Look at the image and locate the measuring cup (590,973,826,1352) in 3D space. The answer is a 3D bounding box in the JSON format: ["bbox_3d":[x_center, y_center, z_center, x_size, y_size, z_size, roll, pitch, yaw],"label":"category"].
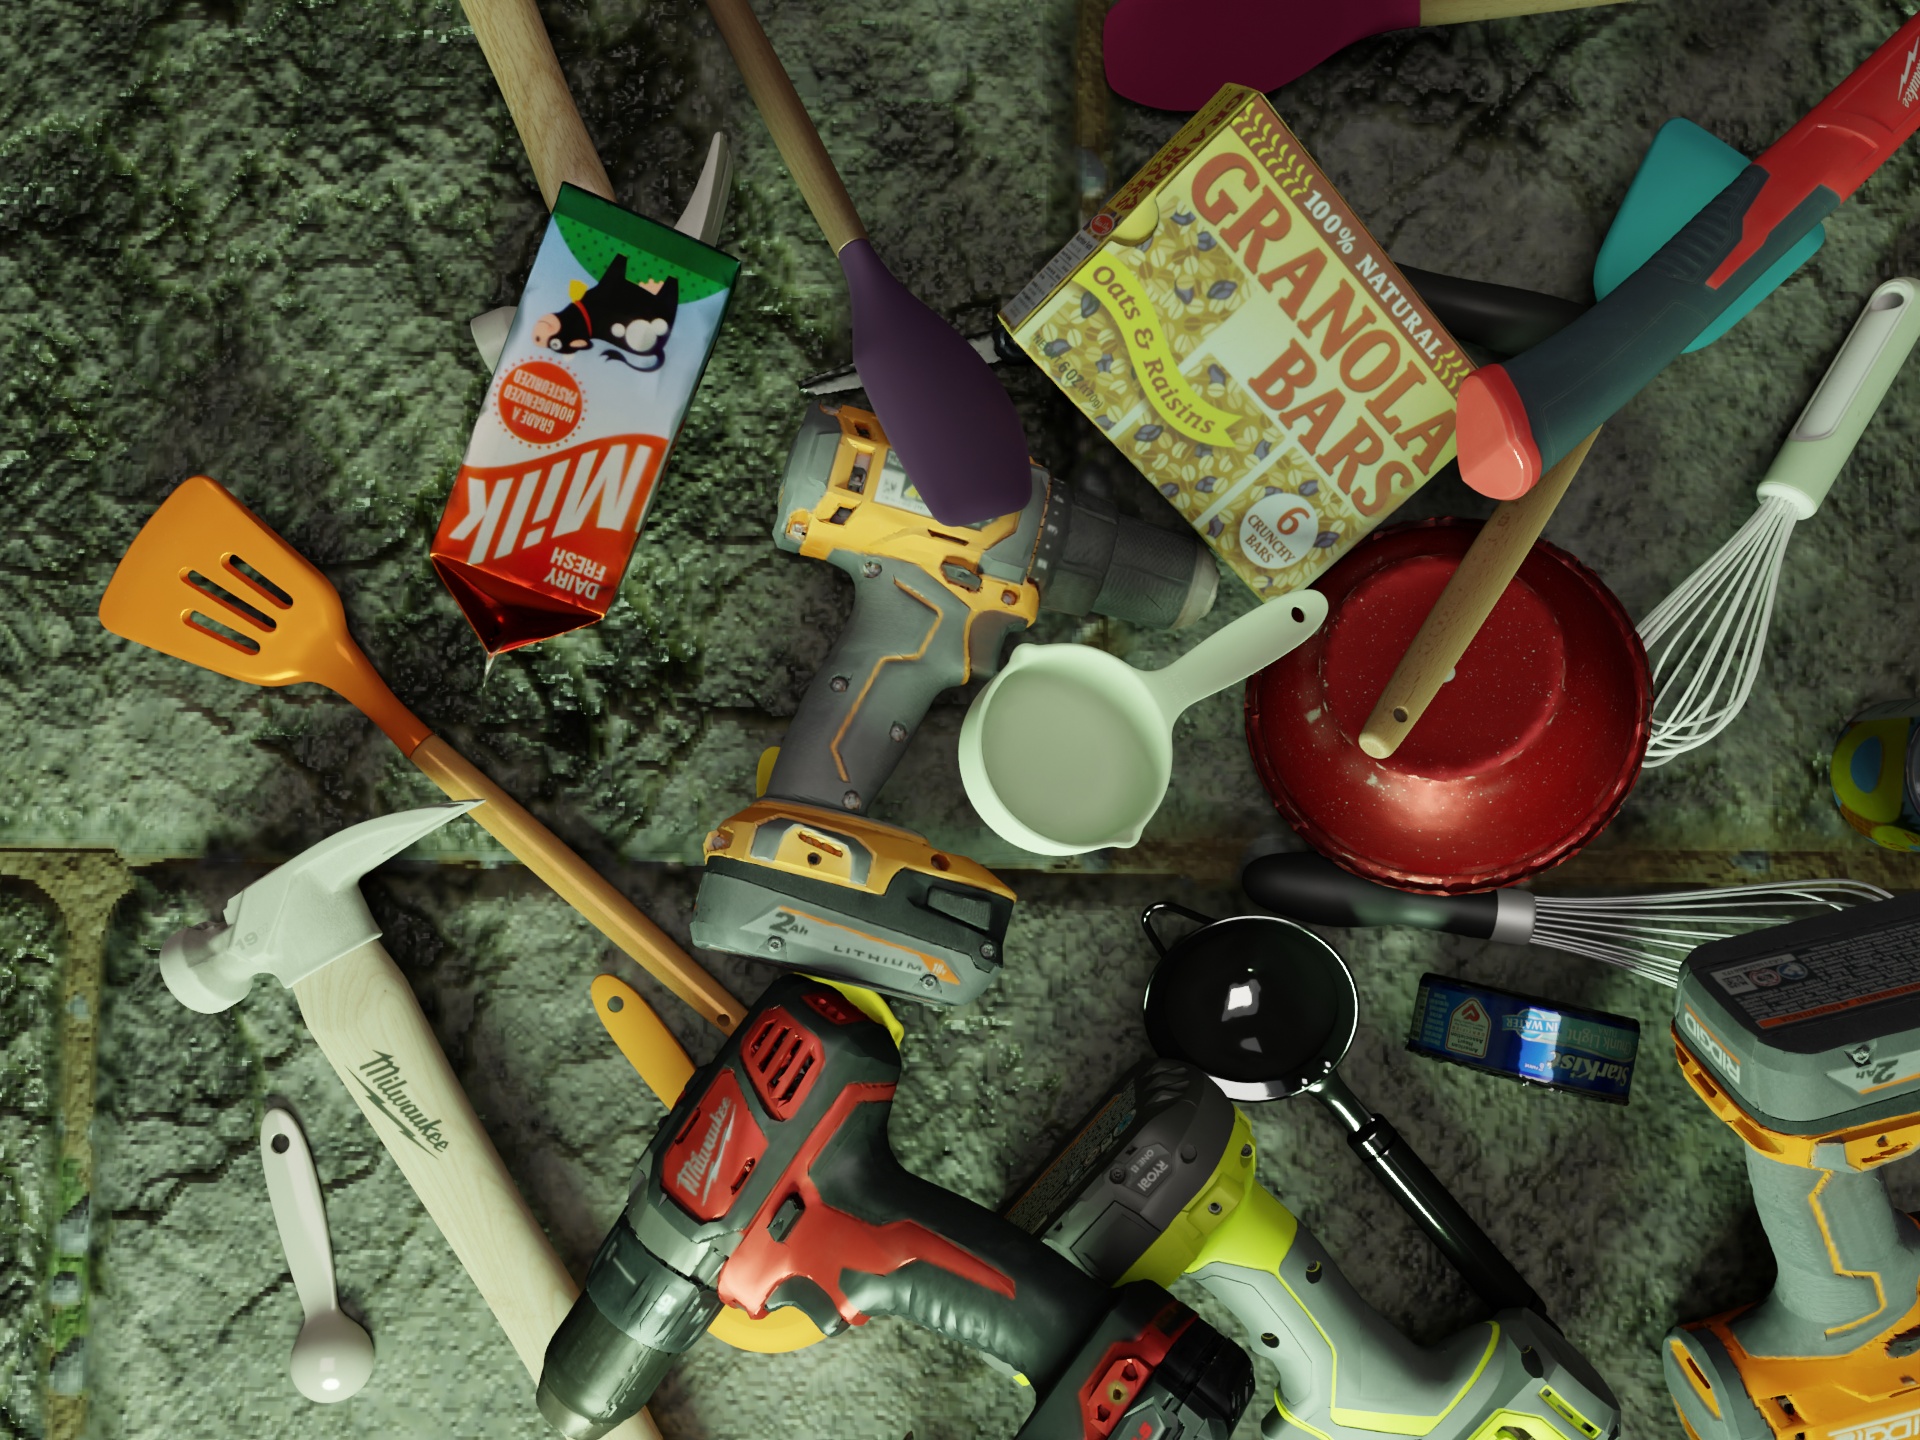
[{"bbox_3d":[-0.100,0.176,0.646,0.095,0.052,0.173,-37,89,-2],"label":"measuring cup"}]

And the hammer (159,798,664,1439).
[{"bbox_3d":[-0.164,0.232,0.642,0.146,0.038,0.410,-30,89,10],"label":"hammer"}]

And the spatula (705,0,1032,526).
[{"bbox_3d":[-0.052,-0.215,0.659,0.059,0.018,0.316,-19,73,-27],"label":"spatula"}]

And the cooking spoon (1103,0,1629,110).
[{"bbox_3d":[0.219,-0.302,0.666,0.319,0.017,0.069,-3,83,12],"label":"cooking spoon"}]

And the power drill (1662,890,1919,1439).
[{"bbox_3d":[0.354,0.182,0.601,0.164,0.084,0.226,-13,115,-1],"label":"power drill"}]

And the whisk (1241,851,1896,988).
[{"bbox_3d":[0.258,0.086,0.652,0.284,0.070,0.070,7,87,5],"label":"whisk"}]

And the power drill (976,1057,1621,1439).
[{"bbox_3d":[0.119,0.258,0.628,0.223,0.080,0.171,41,98,-1],"label":"power drill"}]

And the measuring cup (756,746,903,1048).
[{"bbox_3d":[-0.065,0.088,0.670,0.062,0.029,0.157,-10,74,-9],"label":"measuring cup"}]

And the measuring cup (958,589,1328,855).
[{"bbox_3d":[0.072,-0.007,0.605,0.167,0.038,0.083,-29,88,-24],"label":"measuring cup"}]

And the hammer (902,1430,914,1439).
[{"bbox_3d":[0.142,0.359,0.596,0.359,0.037,0.149,4,108,9],"label":"hammer"}]

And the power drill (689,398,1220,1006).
[{"bbox_3d":[-0.001,-0.002,0.640,0.185,0.084,0.226,15,77,-7],"label":"power drill"}]

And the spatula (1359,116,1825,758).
[{"bbox_3d":[0.235,-0.108,0.612,0.082,0.044,0.317,38,66,0],"label":"spatula"}]

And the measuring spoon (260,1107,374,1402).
[{"bbox_3d":[-0.274,0.223,0.661,0.034,0.018,0.124,-15,86,-1],"label":"measuring spoon"}]

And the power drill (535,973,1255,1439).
[{"bbox_3d":[-0.033,0.225,0.562,0.227,0.080,0.188,35,91,20],"label":"power drill"}]

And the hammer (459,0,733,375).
[{"bbox_3d":[-0.200,-0.318,0.688,0.130,0.031,0.331,-23,86,-1],"label":"hammer"}]

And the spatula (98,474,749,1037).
[{"bbox_3d":[-0.210,0.029,0.662,0.322,0.041,0.081,41,102,1],"label":"spatula"}]

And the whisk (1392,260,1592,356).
[{"bbox_3d":[0.179,-0.182,0.662,0.239,0.055,0.055,12,87,-10],"label":"whisk"}]

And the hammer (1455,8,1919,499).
[{"bbox_3d":[0.338,-0.198,0.628,0.386,0.038,0.143,-41,88,-18],"label":"hammer"}]

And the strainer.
[{"bbox_3d":[0.163,0.165,0.655,0.087,0.050,0.258,-40,93,19],"label":"strainer"}]

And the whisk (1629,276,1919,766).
[{"bbox_3d":[0.342,-0.086,0.668,0.059,0.058,0.246,38,82,-32],"label":"whisk"}]
